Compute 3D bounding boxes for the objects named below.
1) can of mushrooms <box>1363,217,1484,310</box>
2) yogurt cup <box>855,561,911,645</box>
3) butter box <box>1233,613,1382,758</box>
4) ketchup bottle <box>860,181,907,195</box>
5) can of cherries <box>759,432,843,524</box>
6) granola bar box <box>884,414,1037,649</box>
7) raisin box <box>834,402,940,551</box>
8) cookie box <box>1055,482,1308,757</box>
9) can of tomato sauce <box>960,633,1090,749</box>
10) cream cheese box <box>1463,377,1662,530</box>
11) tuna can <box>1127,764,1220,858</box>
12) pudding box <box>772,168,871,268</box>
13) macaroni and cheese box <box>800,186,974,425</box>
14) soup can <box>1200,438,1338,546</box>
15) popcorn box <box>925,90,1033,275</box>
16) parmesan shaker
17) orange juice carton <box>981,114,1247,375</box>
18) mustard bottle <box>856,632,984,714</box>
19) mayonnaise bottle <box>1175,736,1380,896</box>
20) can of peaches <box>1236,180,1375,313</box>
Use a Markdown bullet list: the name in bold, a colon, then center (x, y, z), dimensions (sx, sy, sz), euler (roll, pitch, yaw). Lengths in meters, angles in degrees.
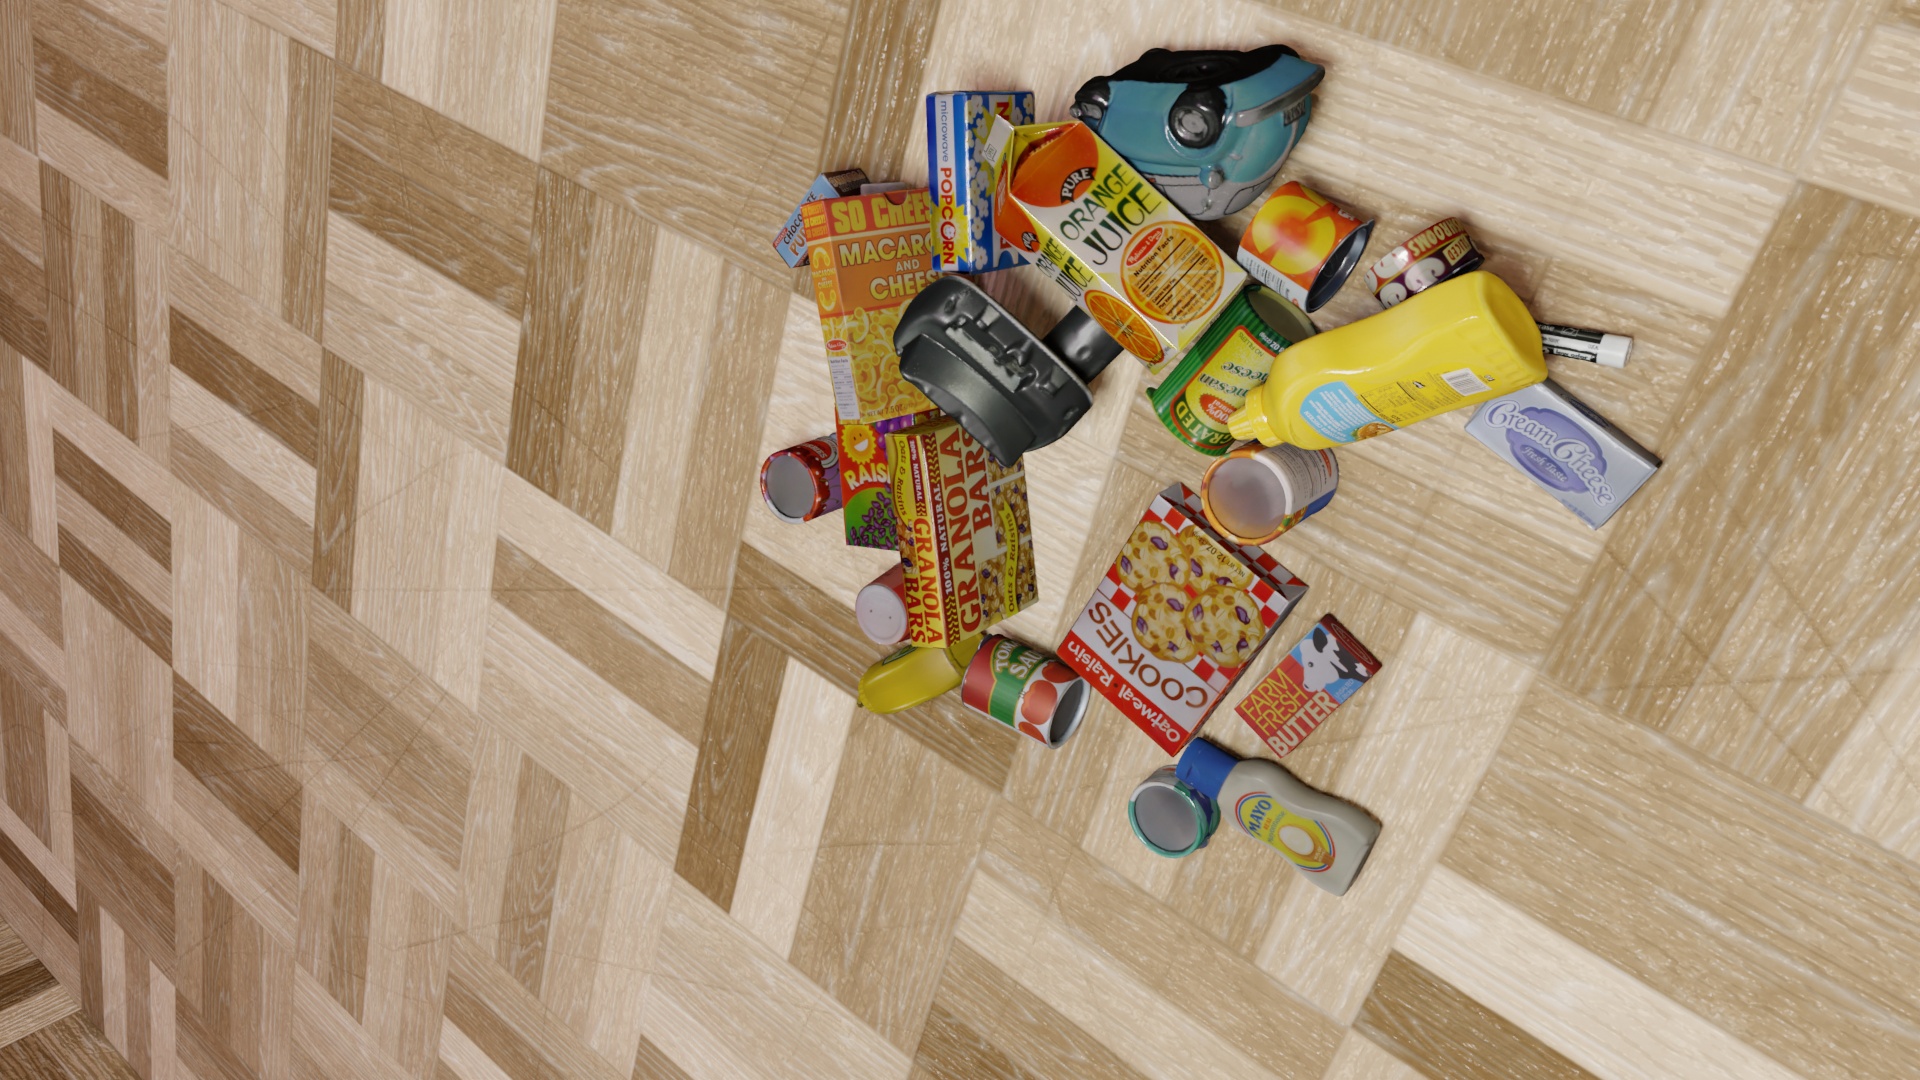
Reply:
- **can of mushrooms**: center (0.286, -0.168, 0.855), dimensions (0.070, 0.071, 0.033), euler (-36, 81, 38)
- **yogurt cup**: center (-0.052, 0.055, 1.179), dimensions (0.072, 0.054, 0.072), euler (11, 110, 33)
- **butter box**: center (0.247, 0.105, 0.996), dimensions (0.053, 0.024, 0.103), euler (47, 125, 16)
- **ketchup bottle**: center (-0.057, -0.209, 1.106), dimensions (0.065, 0.044, 0.148), euler (9, 109, 39)
- **can of cherries**: center (-0.130, -0.054, 1.198), dimensions (0.071, 0.058, 0.071), euler (12, 112, 33)
- **granola bar box**: center (0.004, -0.013, 1.072), dimensions (0.039, 0.125, 0.165), euler (3, 106, 37)
- **raisin box**: center (-0.058, -0.055, 1.158), dimensions (0.086, 0.040, 0.123), euler (7, 108, 35)
- **cookie box**: center (0.160, 0.061, 1.035), dimensions (0.123, 0.040, 0.166), euler (42, 124, 19)
- **can of tomato sauce**: center (0.053, 0.119, 1.115), dimensions (0.083, 0.071, 0.071), euler (24, 117, 27)
- **cream cheese box**: center (0.369, -0.059, 0.856), dimensions (0.104, 0.024, 0.053), euler (43, 124, 18)
- **tuna can**: center (0.167, 0.214, 1.083), dimensions (0.071, 0.033, 0.070), euler (12, 110, 33)
- **pudding box**: center (-0.111, -0.261, 1.125), dimensions (0.030, 0.050, 0.083), euler (52, 127, 9)
- **macaroni and cheese box**: center (-0.046, -0.180, 1.055), dimensions (0.040, 0.124, 0.166), euler (5, 108, 55)
- **soup can**: center (0.208, -0.036, 0.943), dimensions (0.071, 0.084, 0.071), euler (12, 112, 33)
- **popcorn box**: center (0.016, -0.262, 1.010), dimensions (0.038, 0.085, 0.126), euler (10, 110, 35)
- **parmesan shaker**: center (0.184, -0.117, 0.944), dimensions (0.071, 0.071, 0.102), euler (48, 126, 14)
- **orange juice carton**: center (0.090, -0.206, 0.925), dimensions (0.193, 0.071, 0.073), euler (42, 82, 0)
- **mustard bottle**: center (-0.045, 0.117, 1.188), dimensions (0.159, 0.065, 0.049), euler (-29, 91, 42)
- **mayonnaise bottle**: center (0.230, 0.198, 1.026), dimensions (0.148, 0.041, 0.064), euler (30, 122, 25)
- **can of peaches**: center (0.222, -0.192, 0.897), dimensions (0.058, 0.071, 0.071), euler (39, 123, 21)
